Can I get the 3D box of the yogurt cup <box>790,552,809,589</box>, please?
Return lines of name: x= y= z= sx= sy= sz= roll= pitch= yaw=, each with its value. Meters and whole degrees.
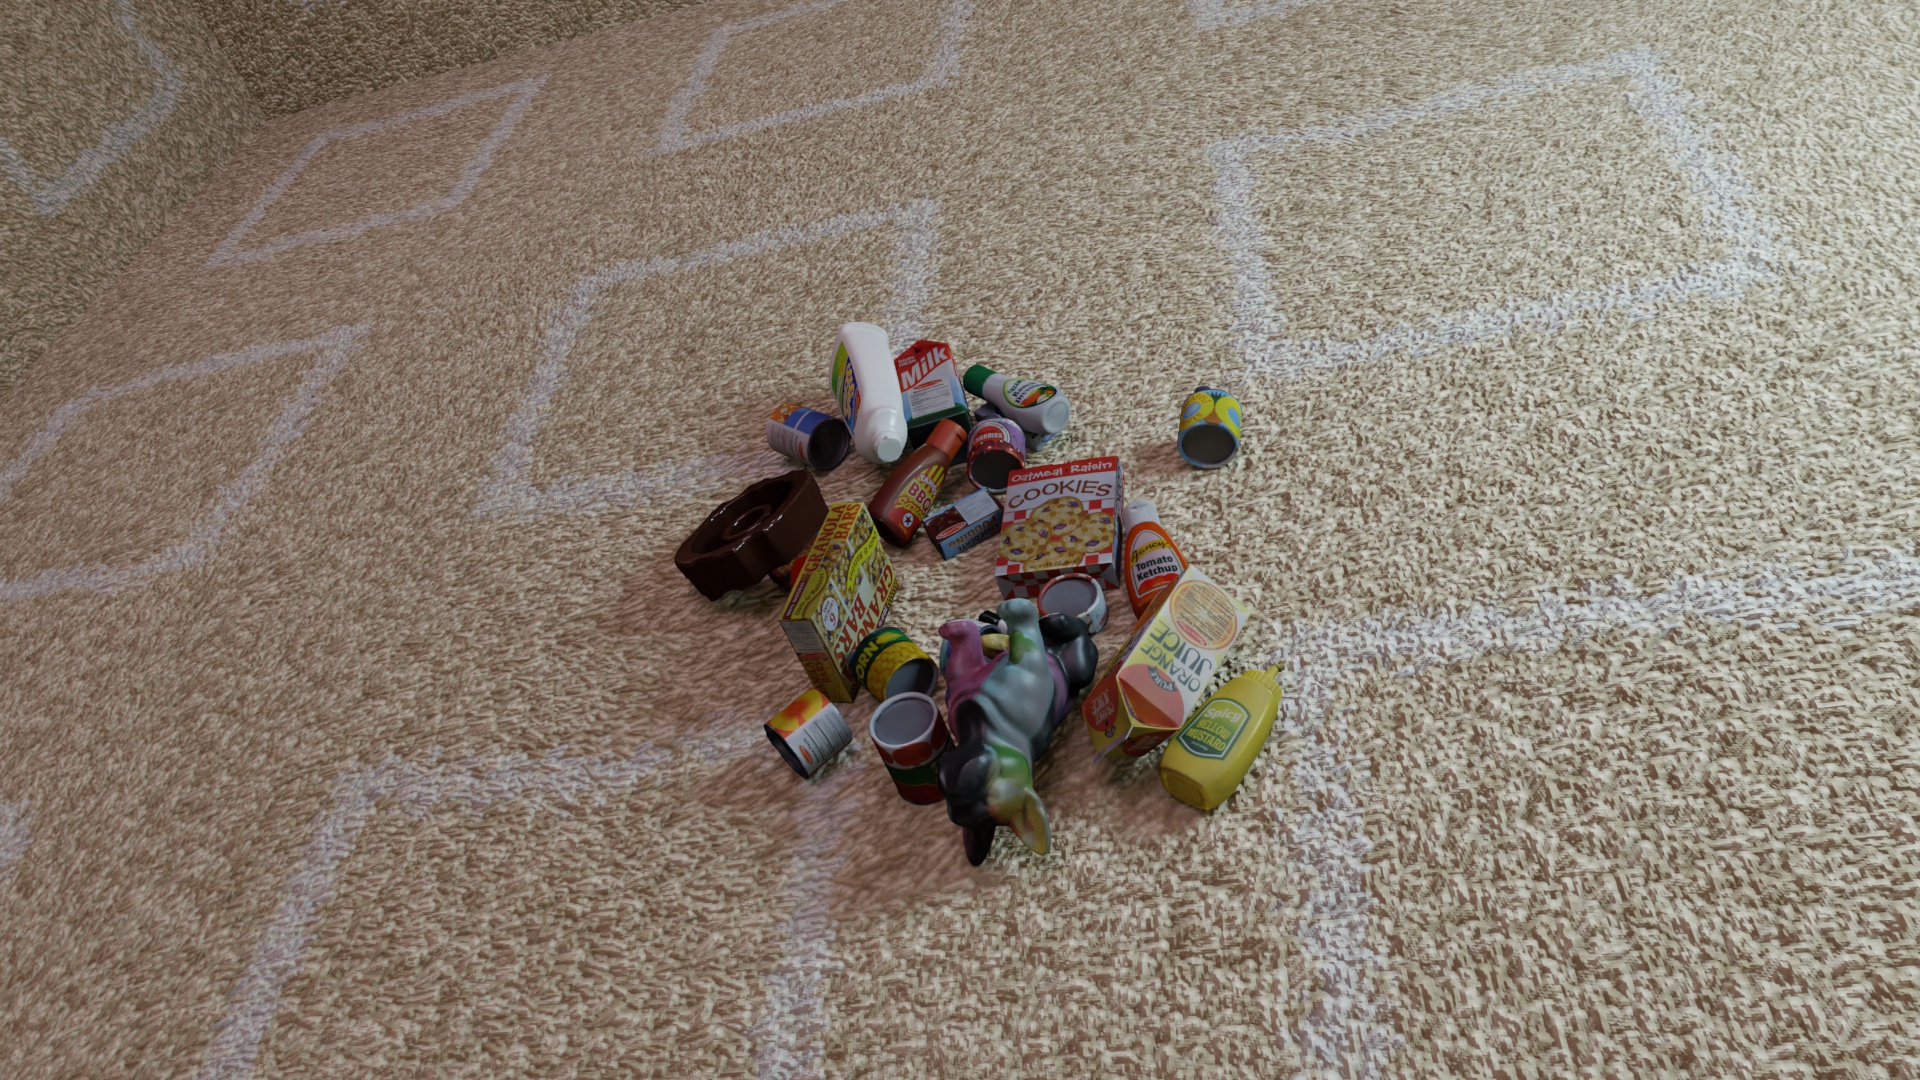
yogurt cup: x=-0.144 y=0.039 z=1.483 sx=0.054 sy=0.072 sz=0.073 roll=-11 pitch=39 yaw=31

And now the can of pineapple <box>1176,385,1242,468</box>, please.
can of pineapple: x=0.265 y=-0.120 z=1.485 sx=0.071 sy=0.070 sz=0.058 roll=-4 pitch=42 yaw=19

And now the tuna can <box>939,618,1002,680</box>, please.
tuna can: x=0.010 y=0.112 z=1.335 sx=0.033 sy=0.070 sz=0.071 roll=12 pitch=50 yaw=35

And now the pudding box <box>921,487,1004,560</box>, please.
pudding box: x=0.005 y=-0.019 z=1.512 sx=0.084 sy=0.030 sz=0.050 roll=-28 pitch=41 yaw=-8

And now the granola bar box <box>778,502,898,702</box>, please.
granola bar box: x=-0.118 y=0.061 z=1.400 sx=0.039 sy=0.123 sz=0.166 roll=-1 pitch=43 yaw=22

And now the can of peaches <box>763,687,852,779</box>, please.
can of peaches: x=-0.145 y=0.182 z=1.320 sx=0.058 sy=0.071 sz=0.071 roll=-38 pitch=43 yaw=-20

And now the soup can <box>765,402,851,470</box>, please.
soup can: x=-0.184 y=-0.128 z=1.689 sx=0.084 sy=0.071 sz=0.071 roll=23 pitch=56 yaw=40

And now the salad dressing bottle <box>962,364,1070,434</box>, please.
salad dressing bottle: x=0.062 y=-0.166 z=1.603 sx=0.064 sy=0.043 sz=0.148 roll=-37 pitch=42 yaw=-24

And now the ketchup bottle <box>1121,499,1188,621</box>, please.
ketchup bottle: x=0.191 y=0.019 z=1.380 sx=0.065 sy=0.043 sz=0.149 roll=-16 pitch=39 yaw=6

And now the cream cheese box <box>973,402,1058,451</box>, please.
cream cheese box: x=0.070 y=-0.143 z=1.629 sx=0.053 sy=0.024 sz=0.104 roll=-40 pitch=43 yaw=-21

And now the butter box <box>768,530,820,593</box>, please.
butter box: x=-0.162 y=0.017 z=1.547 sx=0.104 sy=0.024 sz=0.053 roll=-39 pitch=42 yaw=-22

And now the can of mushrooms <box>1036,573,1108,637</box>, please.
can of mushrooms: x=0.108 y=0.066 z=1.369 sx=0.071 sy=0.033 sz=0.071 roll=-12 pitch=41 yaw=10

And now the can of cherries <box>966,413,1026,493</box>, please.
can of cherries: x=0.039 y=-0.097 z=1.553 sx=0.071 sy=0.071 sz=0.059 roll=-10 pitch=41 yaw=13

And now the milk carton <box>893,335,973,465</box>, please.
milk carton: x=-0.032 y=-0.171 z=1.668 sx=0.073 sy=0.072 sz=0.191 roll=-17 pitch=40 yaw=4

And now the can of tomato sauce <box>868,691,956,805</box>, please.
can of tomato sauce: x=-0.038 y=0.187 z=1.254 sx=0.071 sy=0.082 sz=0.071 roll=-12 pitch=40 yaw=11

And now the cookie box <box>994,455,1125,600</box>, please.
cookie box: x=0.107 y=-0.016 z=1.457 sx=0.123 sy=0.040 sz=0.168 roll=-7 pitch=41 yaw=16

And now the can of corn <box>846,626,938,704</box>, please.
can of corn: x=-0.066 y=0.126 z=1.347 sx=0.071 sy=0.071 sz=0.058 roll=-35 pitch=42 yaw=-17

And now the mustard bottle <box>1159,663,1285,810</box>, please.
mustard bottle: x=0.235 y=0.158 z=1.198 sx=0.065 sy=0.048 sz=0.161 roll=21 pitch=55 yaw=36

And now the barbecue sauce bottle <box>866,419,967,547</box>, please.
barbecue sauce bottle: x=-0.046 y=-0.068 z=1.541 sx=0.044 sy=0.064 sz=0.149 roll=15 pitch=64 yaw=41

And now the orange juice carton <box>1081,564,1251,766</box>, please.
orange juice carton: x=0.174 y=0.118 z=1.223 sx=0.073 sy=0.071 sz=0.194 roll=39 pitch=55 yaw=1
